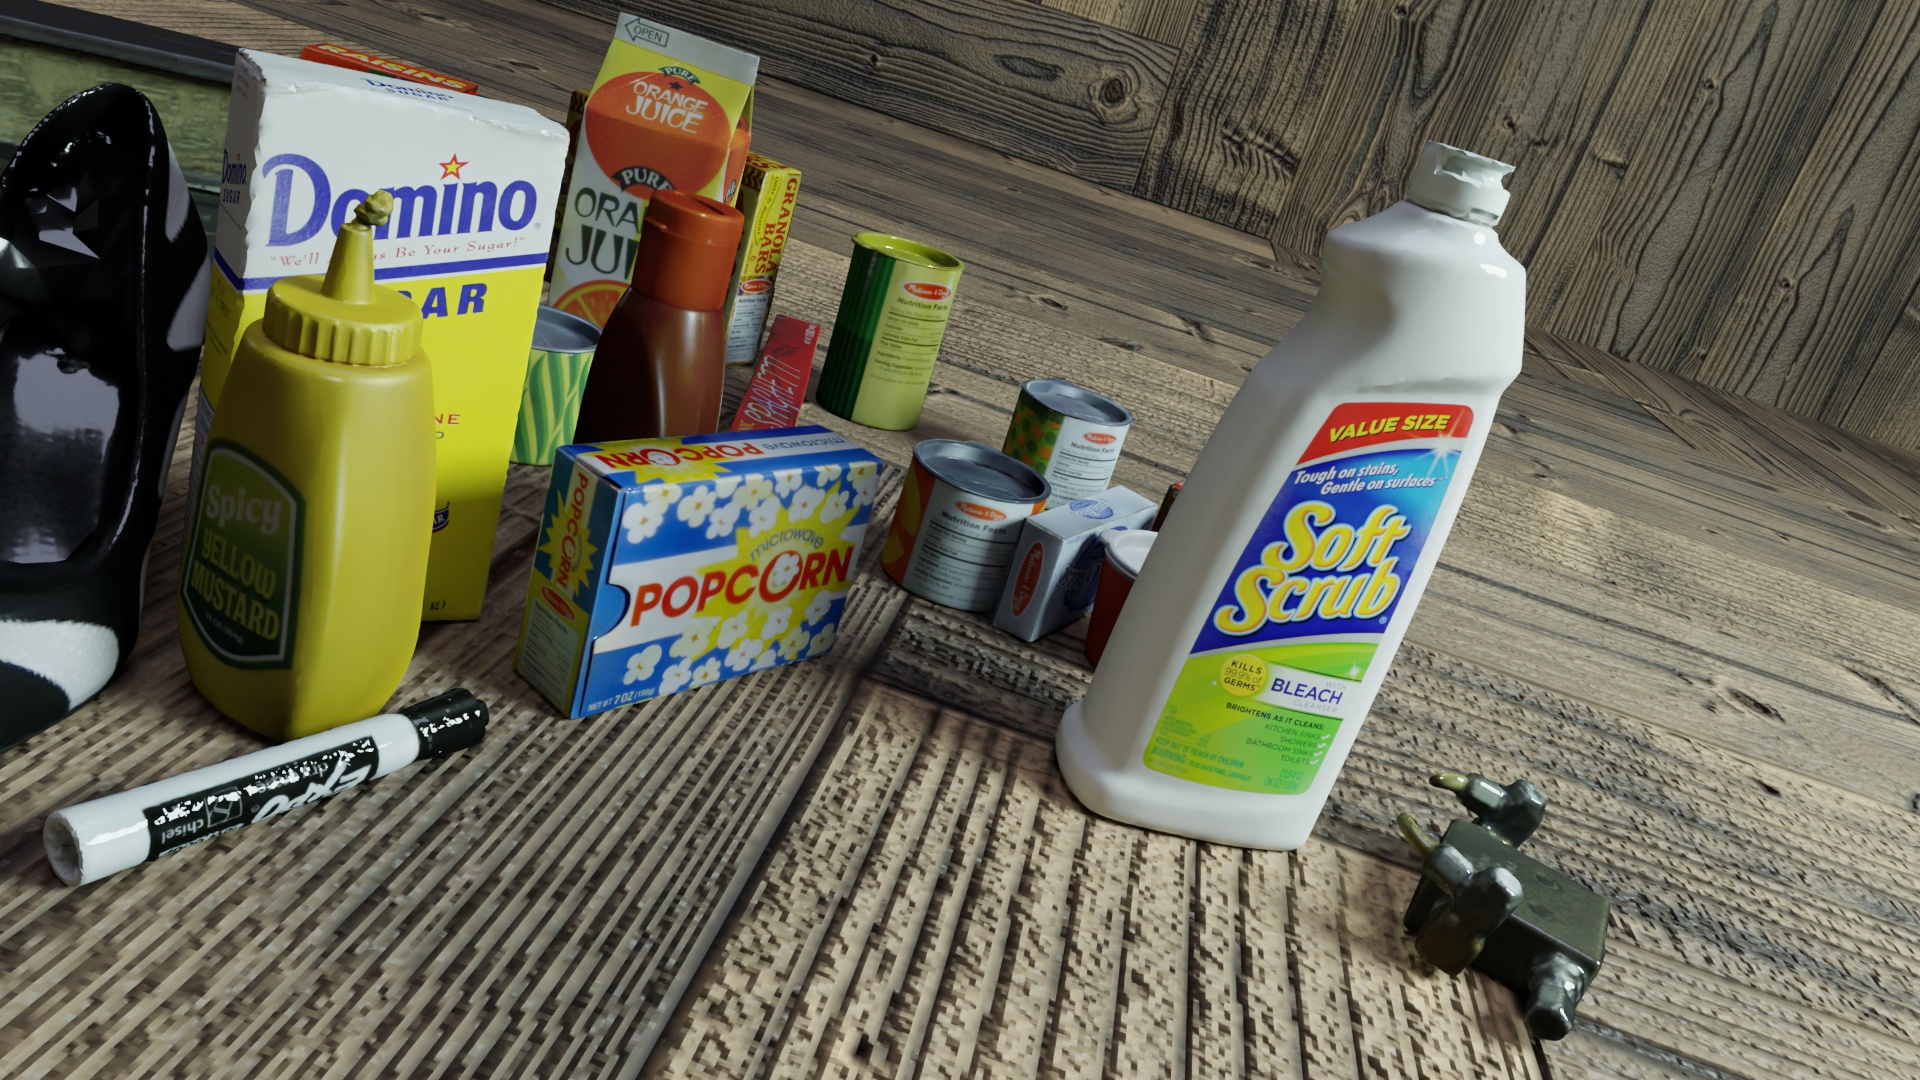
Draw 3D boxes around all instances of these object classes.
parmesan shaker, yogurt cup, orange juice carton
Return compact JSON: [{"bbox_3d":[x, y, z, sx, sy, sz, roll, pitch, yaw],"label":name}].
[{"bbox_3d":[-0.046,-0.126,0.832,0.071,0.102,0.071,16,21,-6],"label":"parmesan shaker"},{"bbox_3d":[0.089,0.034,0.613,0.072,0.053,0.073,15,21,-6],"label":"yogurt cup"},{"bbox_3d":[-0.158,-0.161,0.706,0.072,0.191,0.073,16,21,-6],"label":"orange juice carton"}]

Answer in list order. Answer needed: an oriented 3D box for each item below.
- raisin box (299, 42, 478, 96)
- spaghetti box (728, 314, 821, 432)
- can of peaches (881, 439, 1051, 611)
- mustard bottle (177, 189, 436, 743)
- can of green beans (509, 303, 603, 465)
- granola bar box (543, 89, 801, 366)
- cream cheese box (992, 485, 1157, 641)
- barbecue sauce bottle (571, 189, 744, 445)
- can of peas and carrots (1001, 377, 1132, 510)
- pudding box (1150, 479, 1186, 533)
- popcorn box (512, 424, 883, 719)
[{"bbox_3d":[-0.326,-0.204,0.776,0.086,0.123,0.040,14,21,-9],"label":"raisin box"},{"bbox_3d":[-0.097,-0.060,0.702,0.029,0.050,0.251,15,21,-8],"label":"spaghetti box"},{"bbox_3d":[0.002,-0.008,0.643,0.071,0.057,0.071,15,21,-6],"label":"can of peaches"},{"bbox_3d":[-0.181,-0.022,0.392,0.065,0.159,0.049,26,22,20],"label":"mustard bottle"},{"bbox_3d":[-0.202,-0.074,0.644,0.071,0.057,0.071,15,21,-6],"label":"can of green beans"},{"bbox_3d":[-0.184,-0.196,0.867,0.166,0.123,0.039,28,23,25],"label":"granola bar box"},{"bbox_3d":[0.054,0.009,0.648,0.024,0.053,0.104,27,23,24],"label":"cream cheese box"},{"bbox_3d":[-0.122,-0.064,0.557,0.065,0.148,0.044,33,25,34],"label":"barbecue sauce bottle"},{"bbox_3d":[0.058,-0.055,0.802,0.071,0.058,0.071,15,21,-6],"label":"can of peas and carrots"},{"bbox_3d":[0.136,-0.010,0.766,0.030,0.049,0.084,28,23,26],"label":"pudding box"},{"bbox_3d":[-0.090,0.007,0.496,0.038,0.085,0.127,31,25,31],"label":"popcorn box"}]
